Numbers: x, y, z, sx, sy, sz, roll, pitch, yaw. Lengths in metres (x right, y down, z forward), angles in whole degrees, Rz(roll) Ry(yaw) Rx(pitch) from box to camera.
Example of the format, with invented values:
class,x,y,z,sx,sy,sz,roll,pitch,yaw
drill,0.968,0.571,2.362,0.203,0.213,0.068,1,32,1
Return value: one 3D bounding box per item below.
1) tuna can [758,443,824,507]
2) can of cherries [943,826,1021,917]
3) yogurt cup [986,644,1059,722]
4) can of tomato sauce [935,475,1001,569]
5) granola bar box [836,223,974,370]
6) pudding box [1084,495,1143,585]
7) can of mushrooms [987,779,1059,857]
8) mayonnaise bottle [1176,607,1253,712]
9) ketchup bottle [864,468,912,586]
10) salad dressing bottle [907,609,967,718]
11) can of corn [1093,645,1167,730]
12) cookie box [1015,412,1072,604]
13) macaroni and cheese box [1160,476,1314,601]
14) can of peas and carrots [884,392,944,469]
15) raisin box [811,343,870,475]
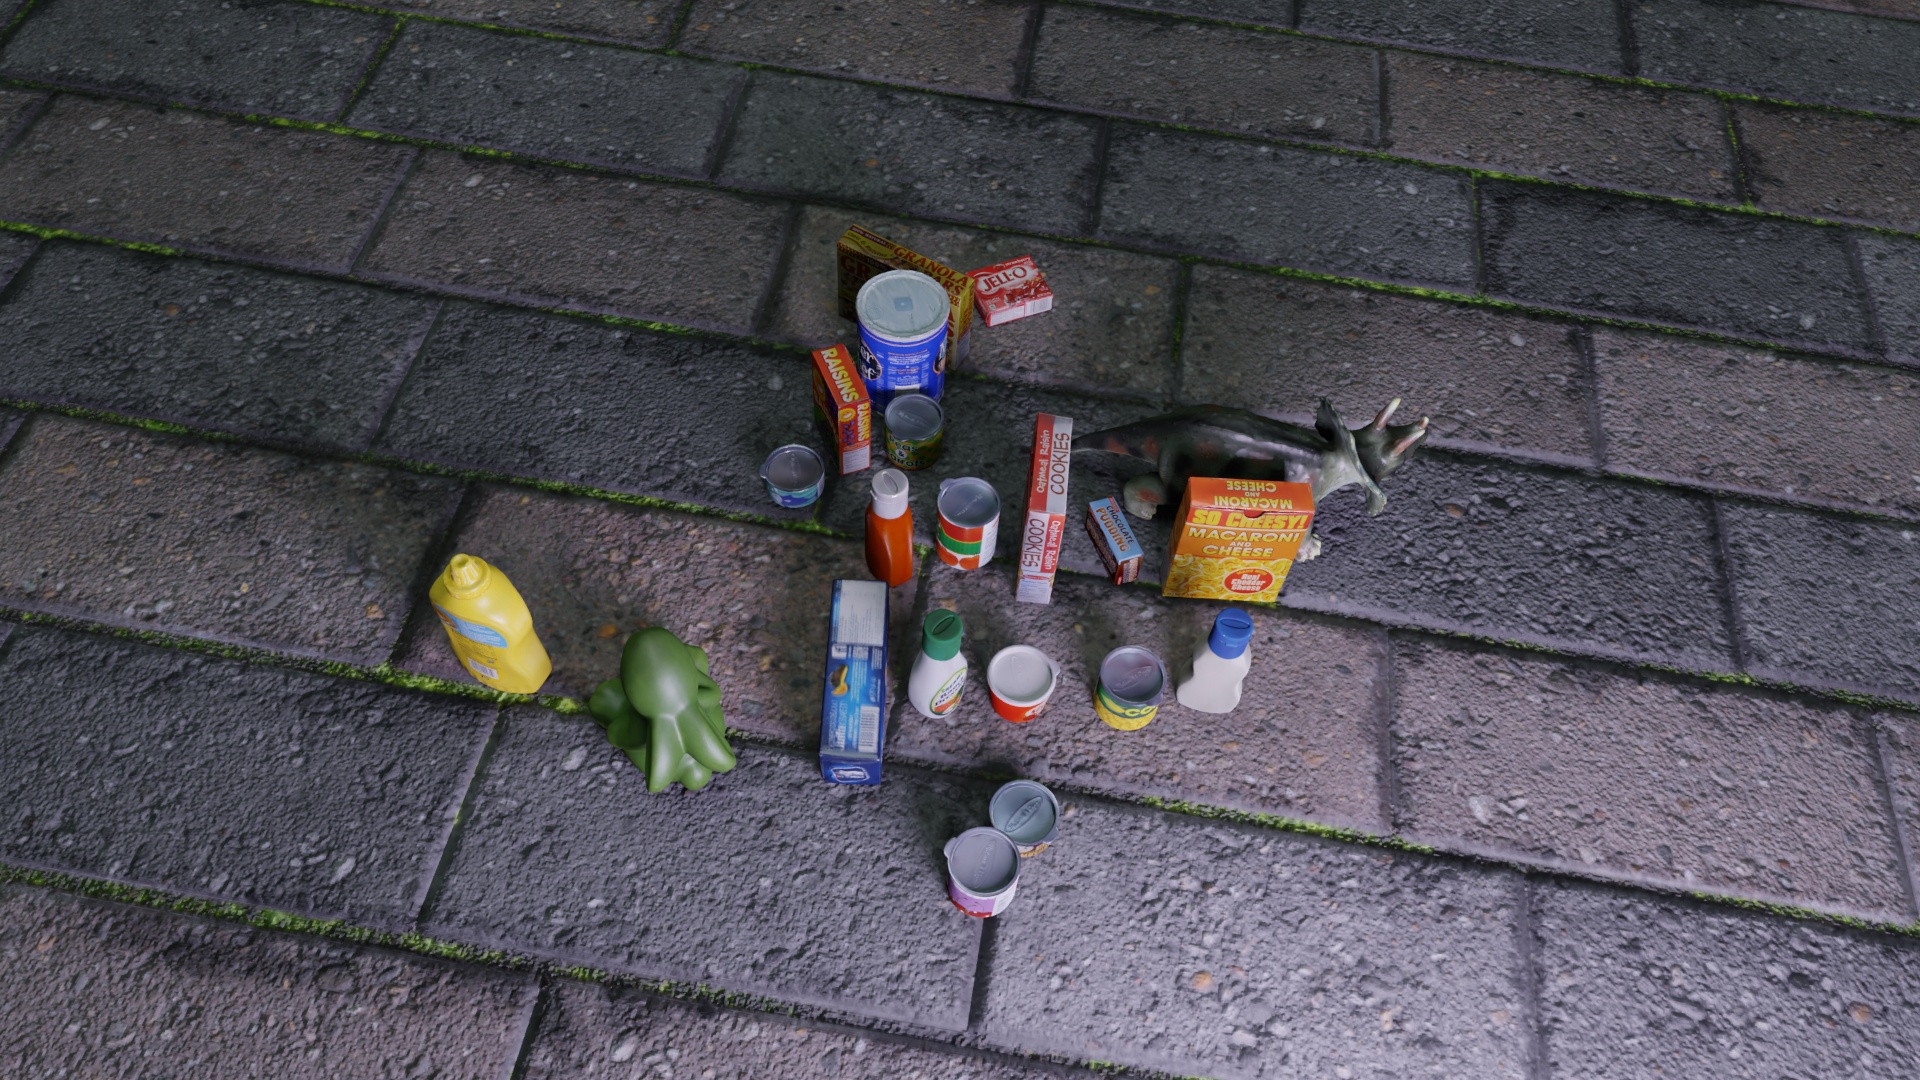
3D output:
class,x,y,z,sx,sy,sz,roll,pitch,yaw
tuna can,-0.184,-0.070,1.521,0.071,0.032,0.071,2,56,-2
can of cherries,0.018,0.301,1.265,0.071,0.058,0.072,2,56,-2
yogurt cup,0.059,0.145,1.377,0.072,0.053,0.073,2,56,-2
can of tomato sauce,0.005,-0.018,1.467,0.071,0.082,0.071,2,56,-2
granola bar box,-0.064,-0.283,1.618,0.166,0.123,0.039,27,59,14
pudding box,0.164,0.000,1.485,0.030,0.049,0.084,-15,58,-13
can of mushrooms,0.060,0.264,1.308,0.071,0.033,0.071,2,56,-2
mayonnaise bottle,0.252,0.117,1.351,0.065,0.147,0.041,10,56,4
ketchup bottle,-0.073,-0.015,1.421,0.044,0.148,0.065,-24,61,-18
salad dressing bottle,-0.020,0.118,1.334,0.044,0.147,0.064,40,63,21
can of corn,0.169,0.149,1.378,0.071,0.058,0.071,2,56,-2
cookie box,0.084,-0.031,1.430,0.040,0.166,0.123,6,56,1
macaroni and cheese box,0.280,0.002,1.420,0.124,0.165,0.040,3,56,-2
can of peas and carrots,-0.053,-0.119,1.547,0.071,0.058,0.071,2,56,-2
raisin box,-0.130,-0.142,1.519,0.040,0.122,0.086,-18,59,-15
